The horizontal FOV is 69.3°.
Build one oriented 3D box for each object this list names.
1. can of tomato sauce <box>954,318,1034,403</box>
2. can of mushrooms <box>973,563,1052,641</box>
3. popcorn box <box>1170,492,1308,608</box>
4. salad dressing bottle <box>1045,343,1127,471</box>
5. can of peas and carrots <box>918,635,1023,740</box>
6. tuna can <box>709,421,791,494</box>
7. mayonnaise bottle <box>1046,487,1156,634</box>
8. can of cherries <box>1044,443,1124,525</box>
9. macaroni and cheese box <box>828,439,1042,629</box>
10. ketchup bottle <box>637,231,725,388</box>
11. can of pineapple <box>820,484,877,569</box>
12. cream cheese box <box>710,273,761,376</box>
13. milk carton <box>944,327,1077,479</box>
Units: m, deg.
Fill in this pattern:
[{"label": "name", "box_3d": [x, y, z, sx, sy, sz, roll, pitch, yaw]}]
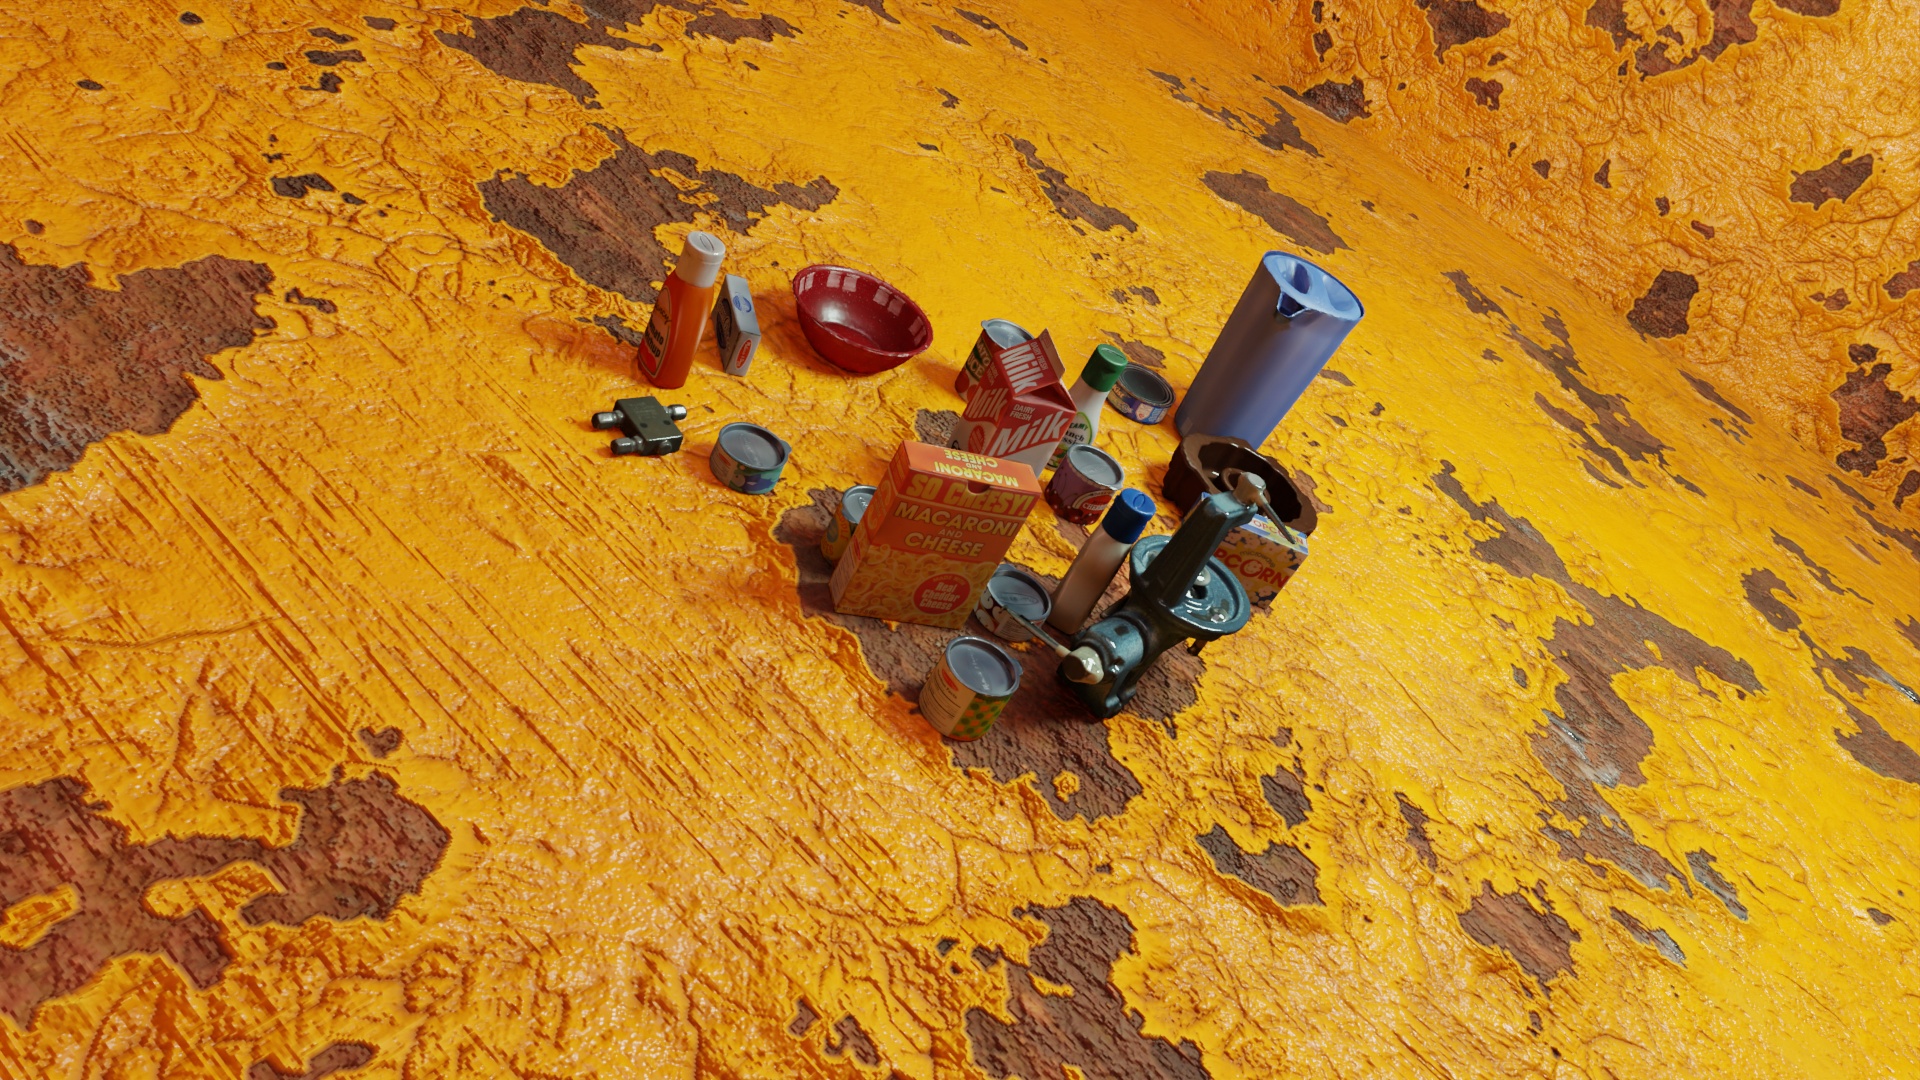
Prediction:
[{"label": "can of tomato sauce", "box_3d": [0.038, -0.192, 1.531, 0.071, 0.082, 0.071, 20, 36, -15]}, {"label": "can of mushrooms", "box_3d": [0.047, 0.057, 1.266, 0.071, 0.033, 0.071, 19, 36, -15]}, {"label": "popcorn box", "box_3d": [0.287, 0.011, 1.452, 0.127, 0.084, 0.038, 22, 35, -12]}, {"label": "salad dressing bottle", "box_3d": [0.126, -0.141, 1.473, 0.064, 0.147, 0.044, 22, 35, -12]}, {"label": "can of peas and carrots", "box_3d": [0.008, 0.121, 1.136, 0.071, 0.058, 0.071, 19, 36, -15]}, {"label": "tuna can", "box_3d": [-0.191, -0.075, 1.262, 0.071, 0.032, 0.071, 19, 36, -15]}, {"label": "mayonnaise bottle", "box_3d": [0.129, 0.017, 1.274, 0.041, 0.147, 0.065, 33, 34, 4]}, {"label": "can of cherries", "box_3d": [0.130, -0.057, 1.447, 0.071, 0.058, 0.072, 19, 36, -15]}, {"label": "macaroni and cheese box", "box_3d": [-0.023, 0.000, 1.172, 0.124, 0.165, 0.040, 10, 39, -27]}, {"label": "ketchup bottle", "box_3d": [-0.258, -0.216, 1.290, 0.043, 0.148, 0.065, -1, 45, -37]}, {"label": "can of pineapple", "box_3d": [-0.086, -0.007, 1.230, 0.071, 0.057, 0.071, 19, 36, -15]}, {"label": "cream cheese box", "box_3d": [-0.227, -0.217, 1.397, 0.024, 0.053, 0.104, 9, 40, -27]}, {"label": "milk carton", "box_3d": [0.049, -0.111, 1.342, 0.073, 0.189, 0.073, 10, 39, -27]}]
